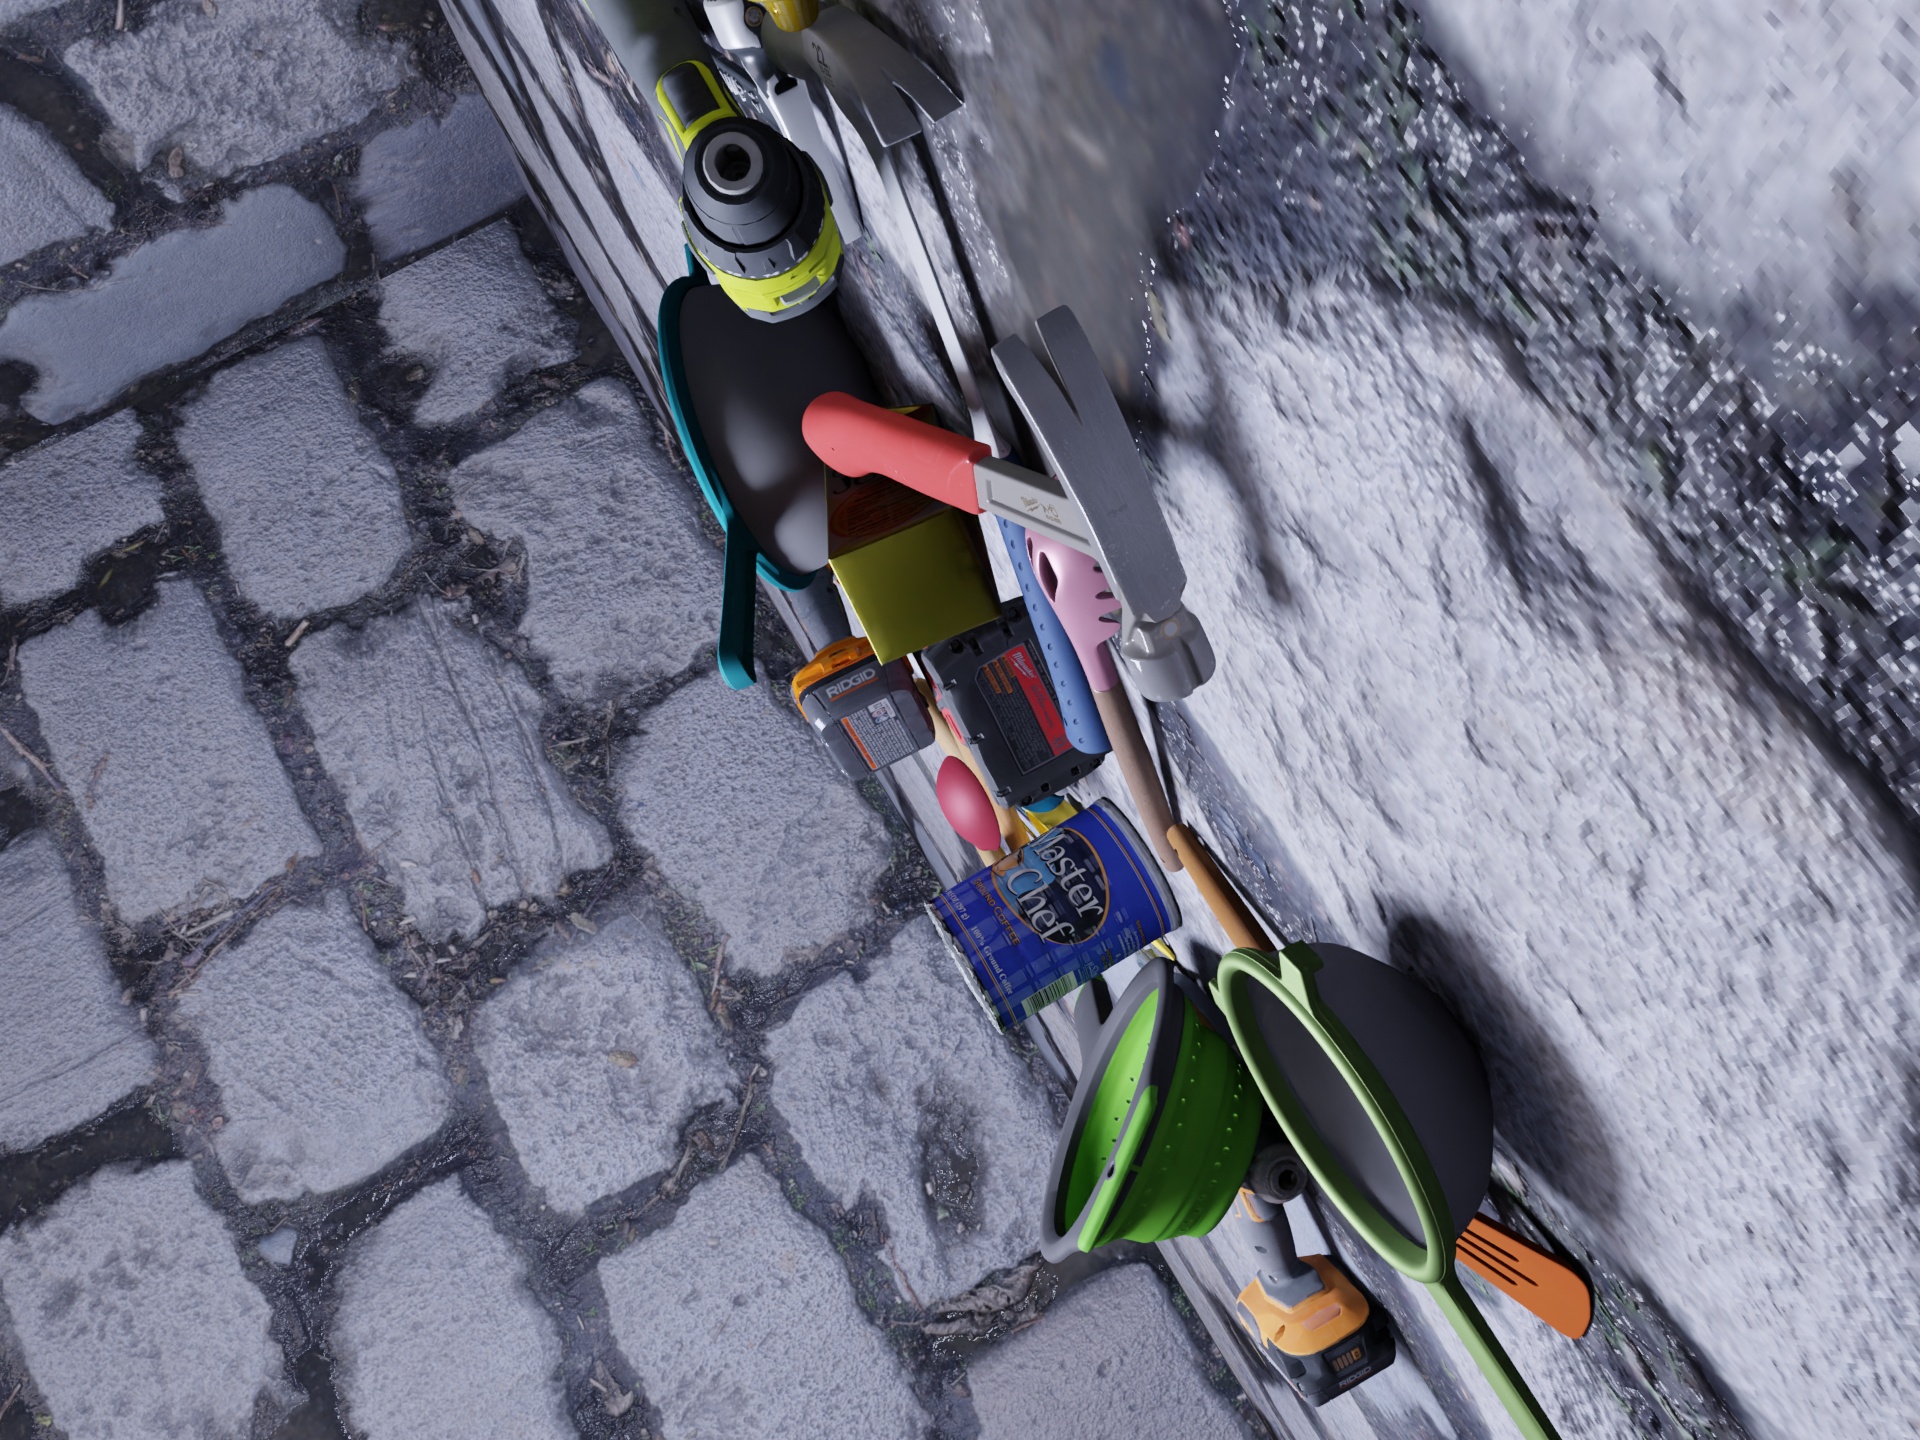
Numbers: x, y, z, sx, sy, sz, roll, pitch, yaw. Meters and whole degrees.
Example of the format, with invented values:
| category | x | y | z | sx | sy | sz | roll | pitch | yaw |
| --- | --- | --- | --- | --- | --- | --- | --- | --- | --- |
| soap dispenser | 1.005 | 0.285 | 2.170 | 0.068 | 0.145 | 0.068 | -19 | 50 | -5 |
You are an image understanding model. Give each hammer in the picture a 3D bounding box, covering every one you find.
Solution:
| category | x | y | z | sx | sy | sz | roll | pitch | yaw |
| --- | --- | --- | --- | --- | --- | --- | --- | --- | --- |
| hammer | 0.014 | -0.138 | 0.767 | 0.144 | 0.035 | 0.405 | 51 | 168 | 51 |
| hammer | -0.008 | -0.120 | 0.705 | 0.149 | 0.037 | 0.359 | 62 | 169 | -26 |
| hammer | -0.158 | -0.395 | 0.943 | 0.409 | 0.036 | 0.149 | 52 | 170 | 49 |

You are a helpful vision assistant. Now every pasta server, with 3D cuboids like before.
| category | x | y | z | sx | sy | sz | roll | pitch | yaw |
| --- | --- | --- | --- | --- | --- | --- | --- | --- | --- |
| pasta server | 0.087 | -0.009 | 0.823 | 0.060 | 0.040 | 0.315 | 54 | 174 | 40 |

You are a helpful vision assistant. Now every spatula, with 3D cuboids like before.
| category | x | y | z | sx | sy | sz | roll | pitch | yaw |
| --- | --- | --- | --- | --- | --- | --- | --- | --- | --- |
| spatula | 0.191 | 0.162 | 0.791 | 0.323 | 0.041 | 0.080 | 59 | 174 | 41 |

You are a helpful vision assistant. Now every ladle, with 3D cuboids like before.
| category | x | y | z | sx | sy | sz | roll | pitch | yaw |
| --- | --- | --- | --- | --- | --- | --- | --- | --- | --- |
| ladle | 0.021 | 0.092 | 1.168 | 0.069 | 0.031 | 0.315 | 56 | 177 | 19 |

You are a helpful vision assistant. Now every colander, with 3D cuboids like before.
| category | x | y | z | sx | sy | sz | roll | pitch | yaw |
| --- | --- | --- | --- | --- | --- | --- | --- | --- | --- |
| colander | 0.133 | 0.254 | 1.102 | 0.094 | 0.204 | 0.397 | 23 | -174 | -1 |

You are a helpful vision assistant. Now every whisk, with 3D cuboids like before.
| category | x | y | z | sx | sy | sz | roll | pitch | yaw |
| --- | --- | --- | --- | --- | --- | --- | --- | --- | --- |
| whisk | 0.035 | 0.066 | 1.237 | 0.245 | 0.051 | 0.047 | 54 | -178 | -14 |

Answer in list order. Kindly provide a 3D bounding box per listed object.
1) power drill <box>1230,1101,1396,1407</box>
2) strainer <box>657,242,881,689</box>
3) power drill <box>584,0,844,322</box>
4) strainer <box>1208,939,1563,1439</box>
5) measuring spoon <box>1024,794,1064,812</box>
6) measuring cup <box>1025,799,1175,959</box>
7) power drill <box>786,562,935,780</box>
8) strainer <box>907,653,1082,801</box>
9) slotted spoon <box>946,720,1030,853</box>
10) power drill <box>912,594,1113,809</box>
| category | x | y | z | sx | sy | sz | roll | pitch | yaw |
| --- | --- | --- | --- | --- | --- | --- | --- | --- | --- |
| power drill | 0.226 | 0.362 | 1.122 | 0.226 | 0.084 | 0.185 | 66 | 171 | -7 |
| strainer | -0.098 | -0.151 | 0.971 | 0.341 | 0.095 | 0.210 | -95 | -19 | -46 |
| power drill | -0.126 | -0.284 | 0.672 | 0.228 | 0.080 | 0.190 | 60 | -178 | -5 |
| strainer | 0.201 | 0.190 | 0.641 | 0.256 | 0.069 | 0.151 | 58 | 170 | 11 |
| measuring spoon | 0.051 | 0.046 | 1.192 | 0.042 | 0.021 | 0.129 | 24 | -171 | -7 |
| measuring cup | 0.109 | 0.113 | 1.170 | 0.157 | 0.029 | 0.062 | 45 | 172 | 21 |
| power drill | -0.098 | -0.074 | 1.179 | 0.227 | 0.084 | 0.164 | 64 | 179 | 26 |
| strainer | 0.020 | -0.012 | 1.204 | 0.259 | 0.050 | 0.086 | 45 | 169 | 43 |
| slotted spoon | -0.002 | -0.004 | 1.177 | 0.313 | 0.031 | 0.070 | 64 | 158 | -10 |
| power drill | 0.005 | -0.051 | 1.026 | 0.187 | 0.080 | 0.227 | 63 | 175 | -17 |
